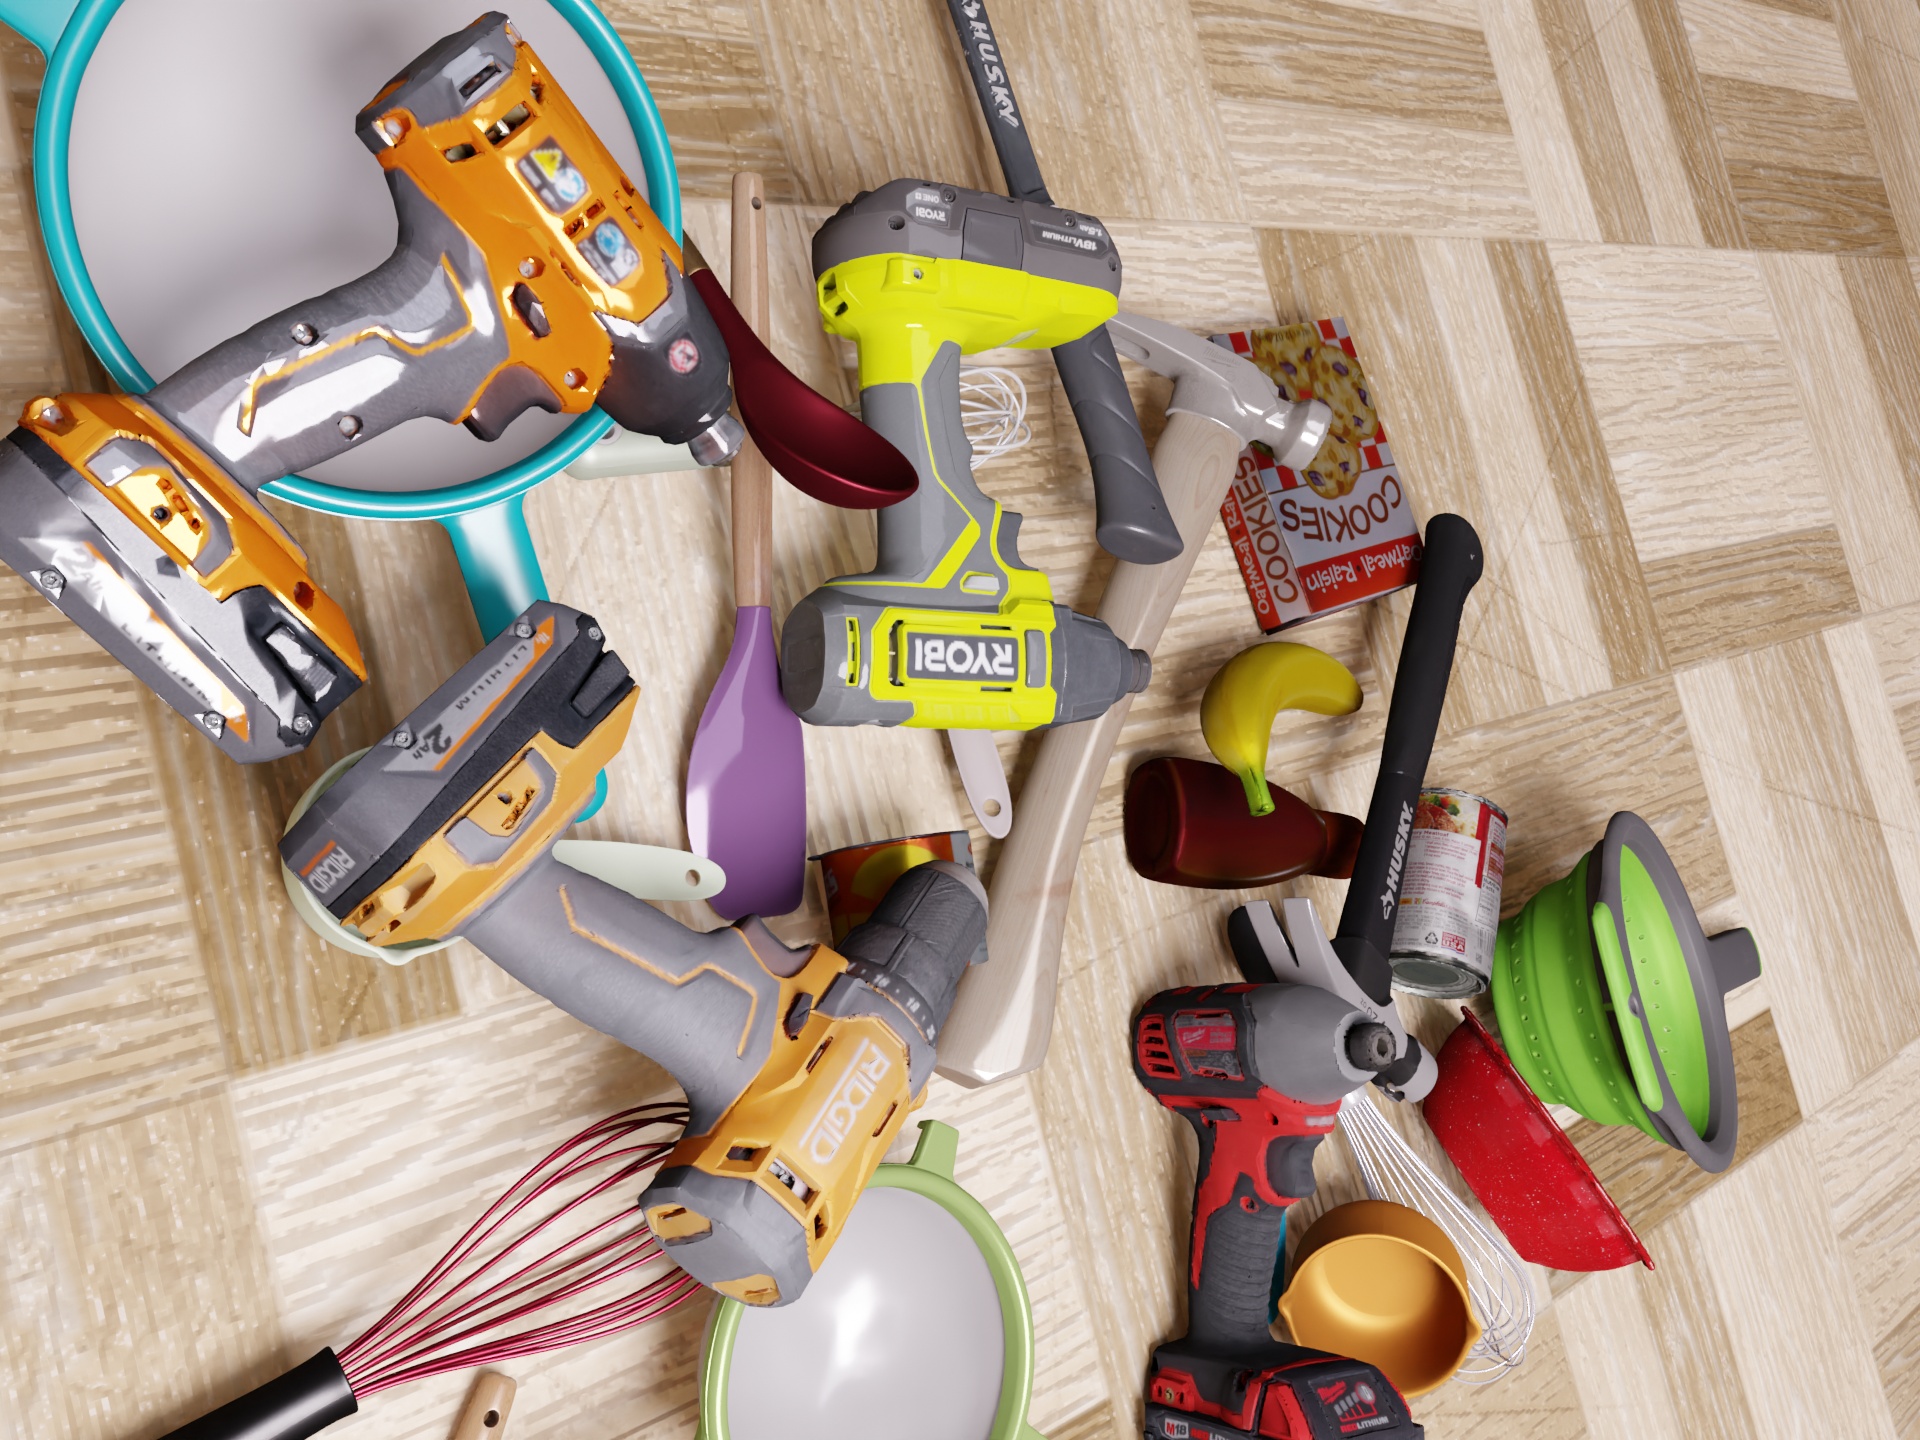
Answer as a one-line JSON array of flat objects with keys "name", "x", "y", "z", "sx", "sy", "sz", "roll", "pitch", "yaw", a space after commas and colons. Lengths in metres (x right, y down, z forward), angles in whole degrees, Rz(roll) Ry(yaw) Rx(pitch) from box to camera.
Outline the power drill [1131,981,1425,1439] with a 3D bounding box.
[{"name": "power drill", "x": 0.144, "y": 0.229, "z": 0.722, "sx": 0.078, "sy": 0.143, "sz": 0.220, "roll": 6, "pitch": 77, "yaw": -33}]

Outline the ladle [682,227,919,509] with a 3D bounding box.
[{"name": "ladle", "x": -0.120, "y": -0.196, "z": 0.641, "sx": 0.069, "sy": 0.031, "sz": 0.316, "roll": -11, "pitch": 60, "yaw": -54}]

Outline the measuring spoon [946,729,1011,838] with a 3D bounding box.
[{"name": "measuring spoon", "x": -0.001, "y": -0.002, "z": 0.742, "sx": 0.034, "sy": 0.018, "sz": 0.124, "roll": -14, "pitch": 76, "yaw": -17}]

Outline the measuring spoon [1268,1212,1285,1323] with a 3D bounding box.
[{"name": "measuring spoon", "x": 0.150, "y": 0.239, "z": 0.807, "sx": 0.042, "sy": 0.021, "sz": 0.128, "roll": 5, "pitch": 84, "yaw": -43}]

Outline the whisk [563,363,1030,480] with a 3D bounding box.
[{"name": "whisk", "x": -0.067, "y": -0.131, "z": 0.725, "sx": 0.246, "sy": 0.059, "sz": 0.058, "roll": -12, "pitch": 49, "yaw": -34}]

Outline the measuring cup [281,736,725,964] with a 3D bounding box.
[{"name": "measuring cup", "x": -0.170, "y": 0.055, "z": 0.601, "sx": 0.167, "sy": 0.038, "sz": 0.083, "roll": 11, "pitch": 72, "yaw": -36}]

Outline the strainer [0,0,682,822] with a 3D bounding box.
[{"name": "strainer", "x": -0.203, "y": -0.124, "z": 0.601, "sx": 0.211, "sy": 0.095, "sz": 0.340, "roll": -23, "pitch": 113, "yaw": -24}]

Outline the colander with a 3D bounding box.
[{"name": "colander", "x": 0.417, "y": 0.165, "z": 0.988, "sx": 0.396, "sy": 0.094, "sz": 0.204, "roll": 4, "pitch": 71, "yaw": -54}]

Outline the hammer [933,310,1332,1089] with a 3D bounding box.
[{"name": "hammer", "x": 0.062, "y": -0.021, "z": 0.781, "sx": 0.146, "sy": 0.038, "sz": 0.411, "roll": 24, "pitch": 67, "yaw": -5}]

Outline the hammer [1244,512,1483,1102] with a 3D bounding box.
[{"name": "hammer", "x": 0.234, "y": 0.019, "z": 0.848, "sx": 0.146, "sy": 0.035, "sz": 0.335, "roll": 44, "pitch": 53, "yaw": -33}]

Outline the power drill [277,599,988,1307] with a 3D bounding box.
[{"name": "power drill", "x": -0.095, "y": 0.064, "z": 0.566, "sx": 0.226, "sy": 0.084, "sz": 0.185, "roll": 46, "pitch": 48, "yaw": -11}]

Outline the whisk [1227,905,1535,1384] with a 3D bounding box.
[{"name": "whisk", "x": 0.215, "y": 0.221, "z": 0.834, "sx": 0.070, "sy": 0.070, "sz": 0.284, "roll": -32, "pitch": 92, "yaw": -38}]

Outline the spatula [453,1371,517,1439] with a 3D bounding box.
[{"name": "spatula", "x": -0.200, "y": 0.368, "z": 0.491, "sx": 0.082, "sy": 0.044, "sz": 0.318, "roll": 29, "pitch": 61, "yaw": -23}]

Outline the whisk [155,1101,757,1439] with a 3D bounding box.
[{"name": "whisk", "x": -0.188, "y": 0.210, "z": 0.534, "sx": 0.296, "sy": 0.073, "sz": 0.073, "roll": -24, "pitch": 93, "yaw": -33}]

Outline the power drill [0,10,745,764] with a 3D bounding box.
[{"name": "power drill", "x": -0.180, "y": -0.095, "z": 0.520, "sx": 0.226, "sy": 0.084, "sz": 0.164, "roll": -48, "pitch": 122, "yaw": -16}]

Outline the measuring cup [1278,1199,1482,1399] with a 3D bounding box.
[{"name": "measuring cup", "x": 0.208, "y": 0.324, "z": 0.798, "sx": 0.052, "sy": 0.095, "sz": 0.173, "roll": -43, "pitch": 134, "yaw": -70}]

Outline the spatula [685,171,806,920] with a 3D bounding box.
[{"name": "spatula", "x": -0.090, "y": -0.074, "z": 0.674, "sx": 0.059, "sy": 0.018, "sz": 0.316, "roll": 0, "pitch": 90, "yaw": -39}]

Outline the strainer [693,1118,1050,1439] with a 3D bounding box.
[{"name": "strainer", "x": -0.087, "y": 0.262, "z": 0.587, "sx": 0.256, "sy": 0.069, "sz": 0.151, "roll": -18, "pitch": 92, "yaw": -38}]

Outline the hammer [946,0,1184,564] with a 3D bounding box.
[{"name": "hammer", "x": 0.037, "y": -0.270, "z": 0.813, "sx": 0.149, "sy": 0.036, "sz": 0.409, "roll": -8, "pitch": 76, "yaw": -38}]

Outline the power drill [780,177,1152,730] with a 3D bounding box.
[{"name": "power drill", "x": 0.009, "y": -0.107, "z": 0.698, "sx": 0.171, "sy": 0.080, "sz": 0.223, "roll": 1, "pitch": 86, "yaw": -29}]
